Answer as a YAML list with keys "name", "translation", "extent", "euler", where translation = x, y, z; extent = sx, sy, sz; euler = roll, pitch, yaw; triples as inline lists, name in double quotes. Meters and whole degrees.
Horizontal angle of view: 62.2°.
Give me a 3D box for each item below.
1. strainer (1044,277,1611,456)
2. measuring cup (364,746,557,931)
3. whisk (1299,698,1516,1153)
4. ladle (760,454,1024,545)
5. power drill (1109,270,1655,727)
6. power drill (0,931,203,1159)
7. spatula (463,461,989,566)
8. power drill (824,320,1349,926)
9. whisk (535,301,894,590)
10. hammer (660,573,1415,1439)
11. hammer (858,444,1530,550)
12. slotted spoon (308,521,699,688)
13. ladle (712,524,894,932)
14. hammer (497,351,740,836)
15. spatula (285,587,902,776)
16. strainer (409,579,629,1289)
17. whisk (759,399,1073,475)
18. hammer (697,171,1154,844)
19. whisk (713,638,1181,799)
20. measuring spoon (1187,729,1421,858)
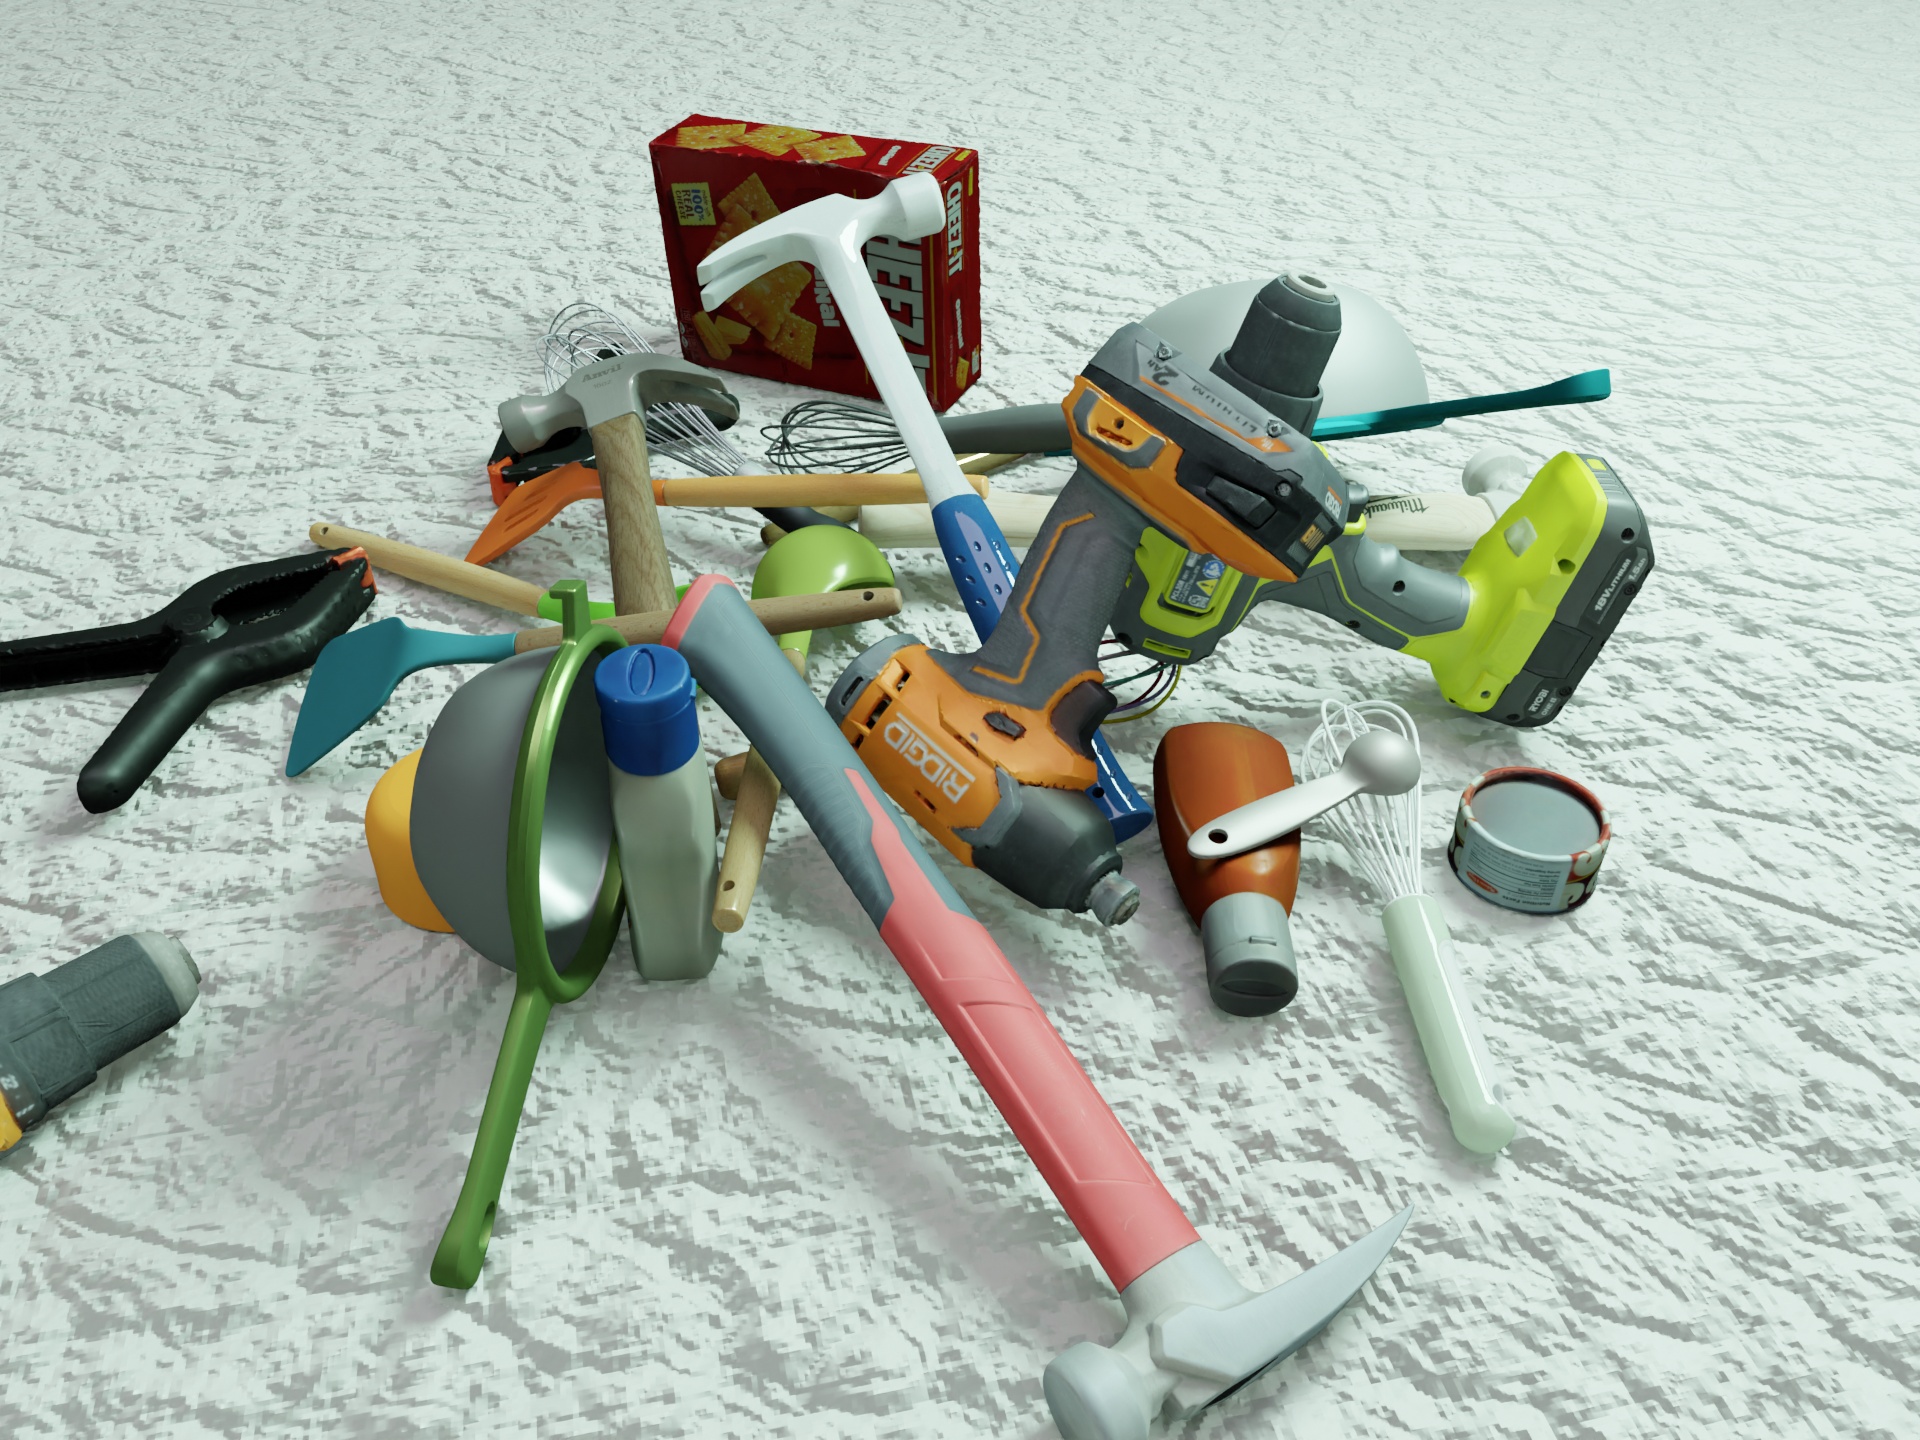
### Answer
- name: "strainer"
  translation: [0.206, -0.203, 0.878]
  extent: [0.211, 0.095, 0.340]
  euler: [-12, 10, -30]
- name: "measuring cup"
  translation: [-0.205, 0.022, 0.744]
  extent: [0.095, 0.052, 0.174]
  euler: [15, 42, 18]
- name: "whisk"
  translation: [0.191, 0.076, 0.681]
  extent: [0.059, 0.057, 0.247]
  euler: [-29, 38, 20]
- name: "ladle"
  translation: [0.015, -0.166, 1.006]
  extent: [0.315, 0.031, 0.069]
  euler: [-24, 22, -24]
- name: "power drill"
  translation: [0.201, -0.097, 0.758]
  extent: [0.228, 0.190, 0.080]
  euler: [15, 34, -10]
- name: "power drill"
  translation: [-0.433, 0.098, 0.630]
  extent: [0.226, 0.084, 0.185]
  euler: [34, 49, 30]
- name: "spatula"
  translation: [-0.138, -0.121, 0.888]
  extent: [0.322, 0.041, 0.081]
  euler: [2, 46, 18]
- name: "power drill"
  translation: [0.061, -0.033, 0.674]
  extent: [0.164, 0.226, 0.084]
  euler: [41, 10, 24]
- name: "whisk"
  translation: [-0.146, -0.158, 0.938]
  extent: [0.285, 0.070, 0.070]
  euler: [37, 49, 18]
- name: "hammer"
  translation: [0.002, 0.075, 0.615]
  extent: [0.143, 0.038, 0.387]
  euler: [-21, 57, -26]
- name: "hammer"
  translation: [0.149, -0.106, 0.898]
  extent: [0.410, 0.038, 0.146]
  euler: [-1, 39, -7]
- name: "slotted spoon"
  translation: [-0.248, -0.072, 0.884]
  extent: [0.314, 0.031, 0.070]
  euler: [17, 69, 25]
- name: "ladle"
  translation: [-0.080, -0.004, 0.751]
  extent: [0.078, 0.062, 0.320]
  euler: [-10, 34, 10]
- name: "hammer"
  translation: [-0.161, -0.074, 0.816]
  extent: [0.130, 0.031, 0.332]
  euler: [-20, 53, 4]
- name: "spatula"
  translation: [-0.182, -0.033, 0.763]
  extent: [0.317, 0.044, 0.082]
  euler: [-6, 54, 8]
- name: "strainer"
  translation: [-0.183, 0.081, 0.610]
  extent: [0.069, 0.151, 0.257]
  euler: [6, 63, 4]
- name: "whisk"
  translation: [-0.019, -0.170, 0.944]
  extent: [0.239, 0.055, 0.055]
  euler: [2, 35, 30]
- name: "hammer"
  translation: [-0.012, -0.114, 0.801]
  extent: [0.144, 0.035, 0.406]
  euler: [-19, 64, -10]
- name: "whisk"
  translation: [-0.001, -0.001, 0.786]
  extent: [0.245, 0.047, 0.051]
  euler: [-16, 29, -13]
- name: "measuring spoon"
  translation: [0.149, 0.031, 0.685]
  extent: [0.124, 0.018, 0.034]
  euler: [-21, 48, -23]
